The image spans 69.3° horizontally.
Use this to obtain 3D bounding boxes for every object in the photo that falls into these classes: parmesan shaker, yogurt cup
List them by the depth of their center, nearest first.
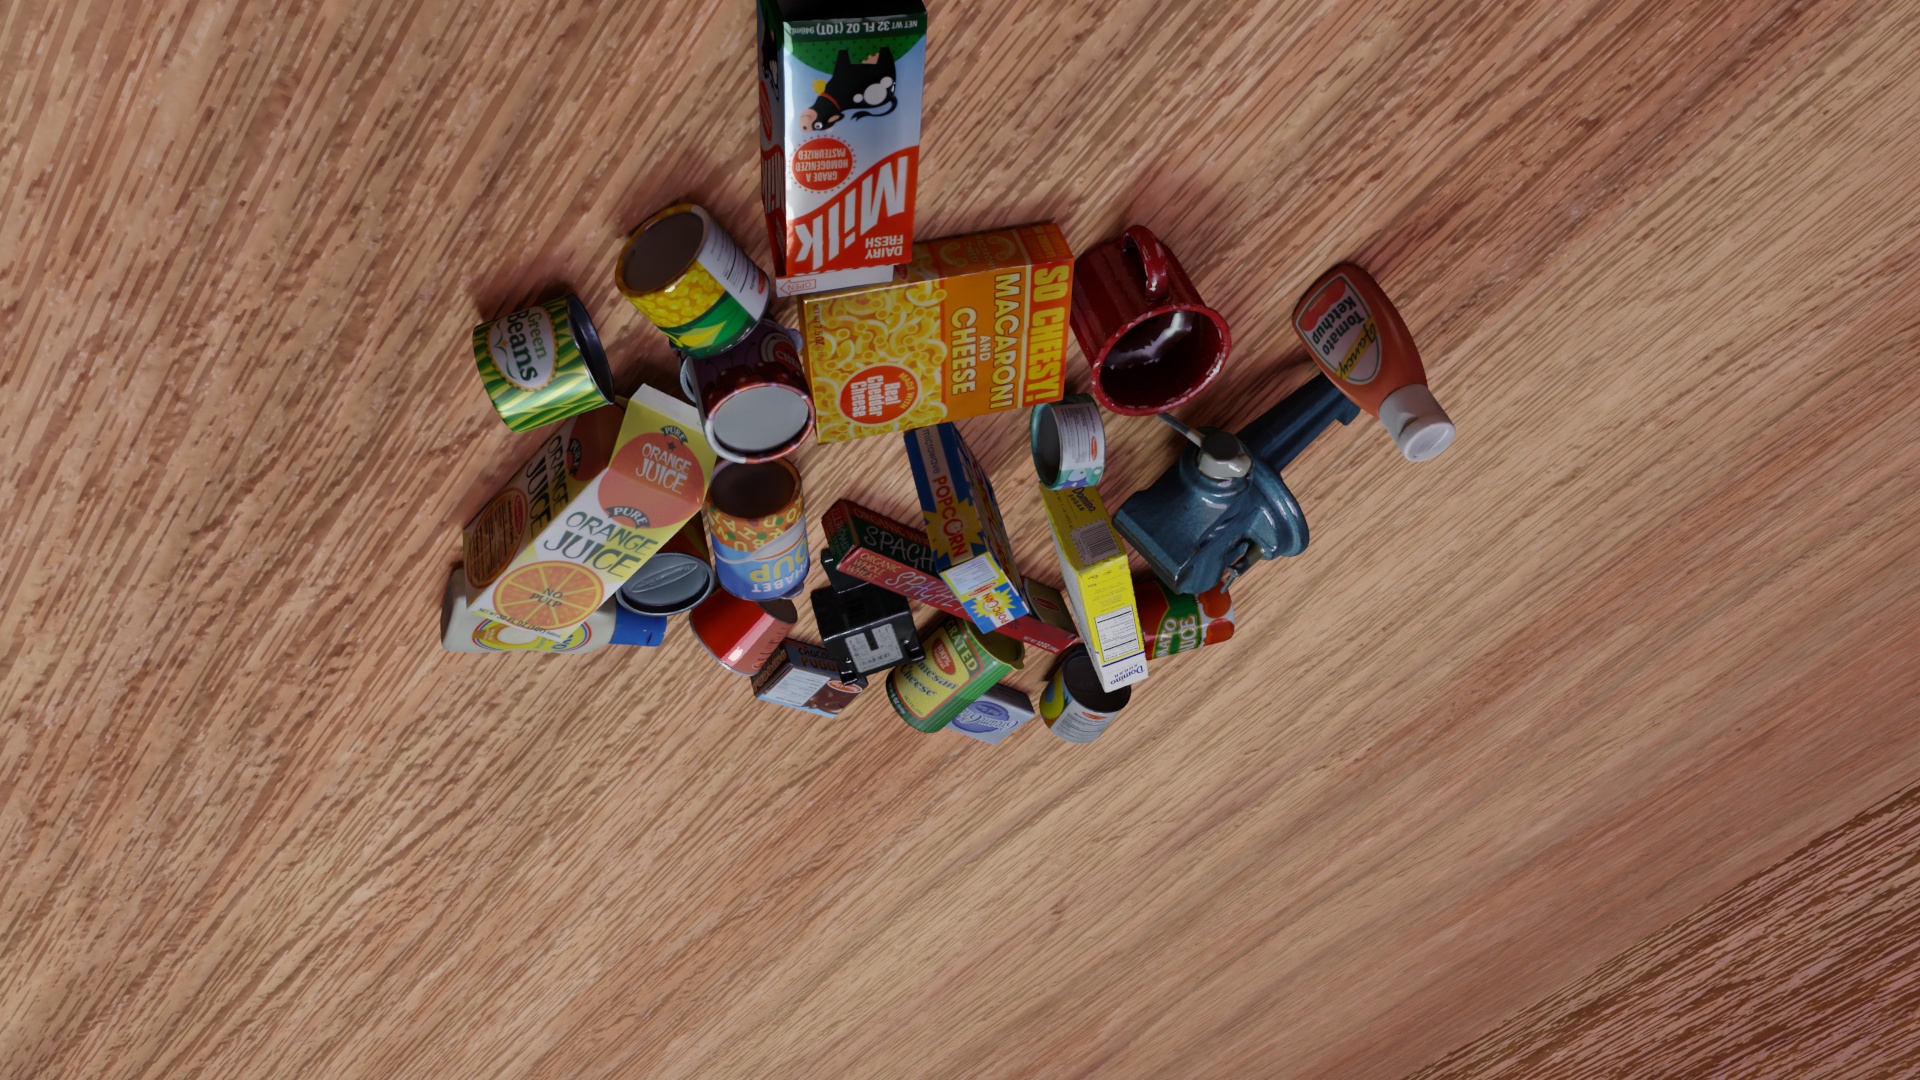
[{"bbox_3d":[-0.157,0.058,1.020,0.054,0.073,0.072,-43,137,15],"label":"yogurt cup"},{"bbox_3d":[-0.004,0.106,1.138,0.071,0.071,0.102,22,126,-40],"label":"parmesan shaker"}]

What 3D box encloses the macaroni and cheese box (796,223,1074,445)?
[{"bbox_3d":[-0.016,-0.130,0.877,0.167,0.040,0.123,-12,141,-10],"label":"macaroni and cheese box"}]

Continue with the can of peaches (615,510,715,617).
[{"bbox_3d":[-0.205,0.008,0.943,0.071,0.058,0.071,-12,141,-10],"label":"can of peaches"}]

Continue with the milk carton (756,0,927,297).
[{"bbox_3d":[-0.065,-0.208,0.735,0.072,0.074,0.189,-10,141,-13],"label":"milk carton"}]

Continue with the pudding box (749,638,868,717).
[{"bbox_3d":[-0.123,0.113,1.126,0.083,0.030,0.049,21,125,-40],"label":"pudding box"}]

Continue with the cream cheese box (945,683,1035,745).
[{"bbox_3d":[0.014,0.148,1.235,0.053,0.024,0.104,-40,138,23],"label":"cream cheese box"}]

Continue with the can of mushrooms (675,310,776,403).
[{"bbox_3d":[-0.138,-0.114,0.847,0.071,0.033,0.070,-12,141,-10],"label":"can of mushrooms"}]

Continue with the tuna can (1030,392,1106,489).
[{"bbox_3d":[0.074,-0.069,0.972,0.033,0.071,0.070,-6,140,-16],"label":"tuna can"}]

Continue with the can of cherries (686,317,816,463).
[{"bbox_3d":[-0.120,-0.088,0.809,0.071,0.058,0.071,-13,140,-11],"label":"can of cherries"}]

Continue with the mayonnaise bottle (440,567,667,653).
[{"bbox_3d":[-0.283,0.053,0.974,0.148,0.041,0.064,6,134,-29],"label":"mayonnaise bottle"}]

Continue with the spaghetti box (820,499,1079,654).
[{"bbox_3d":[-0.003,0.031,1.067,0.250,0.050,0.028,24,123,-41],"label":"spaghetti box"}]

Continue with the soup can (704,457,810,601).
[{"bbox_3d":[-0.136,-0.008,0.944,0.071,0.071,0.083,-11,141,-11],"label":"soup can"}]

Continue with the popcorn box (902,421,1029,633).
[{"bbox_3d":[0.003,-0.012,0.956,0.038,0.127,0.085,-22,142,9],"label":"popcorn box"}]

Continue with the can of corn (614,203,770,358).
[{"bbox_3d":[-0.152,-0.144,0.778,0.071,0.071,0.058,-30,140,12],"label":"can of corn"}]

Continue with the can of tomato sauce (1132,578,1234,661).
[{"bbox_3d":[0.181,0.064,1.172,0.083,0.071,0.070,-13,141,-10],"label":"can of tomato sauce"}]

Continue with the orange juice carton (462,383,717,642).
[{"bbox_3d":[-0.230,-0.025,0.880,0.192,0.073,0.072,-41,137,23],"label":"orange juice carton"}]

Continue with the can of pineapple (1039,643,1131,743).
[{"bbox_3d":[0.110,0.137,1.230,0.071,0.071,0.057,0,143,-24],"label":"can of pineapple"}]

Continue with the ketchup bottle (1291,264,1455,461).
[{"bbox_3d":[0.281,-0.118,0.937,0.043,0.149,0.064,12,131,-36],"label":"ketchup bottle"}]

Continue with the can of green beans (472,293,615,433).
[{"bbox_3d":[-0.237,-0.101,0.792,0.058,0.071,0.071,-19,142,-2],"label":"can of green beans"}]
